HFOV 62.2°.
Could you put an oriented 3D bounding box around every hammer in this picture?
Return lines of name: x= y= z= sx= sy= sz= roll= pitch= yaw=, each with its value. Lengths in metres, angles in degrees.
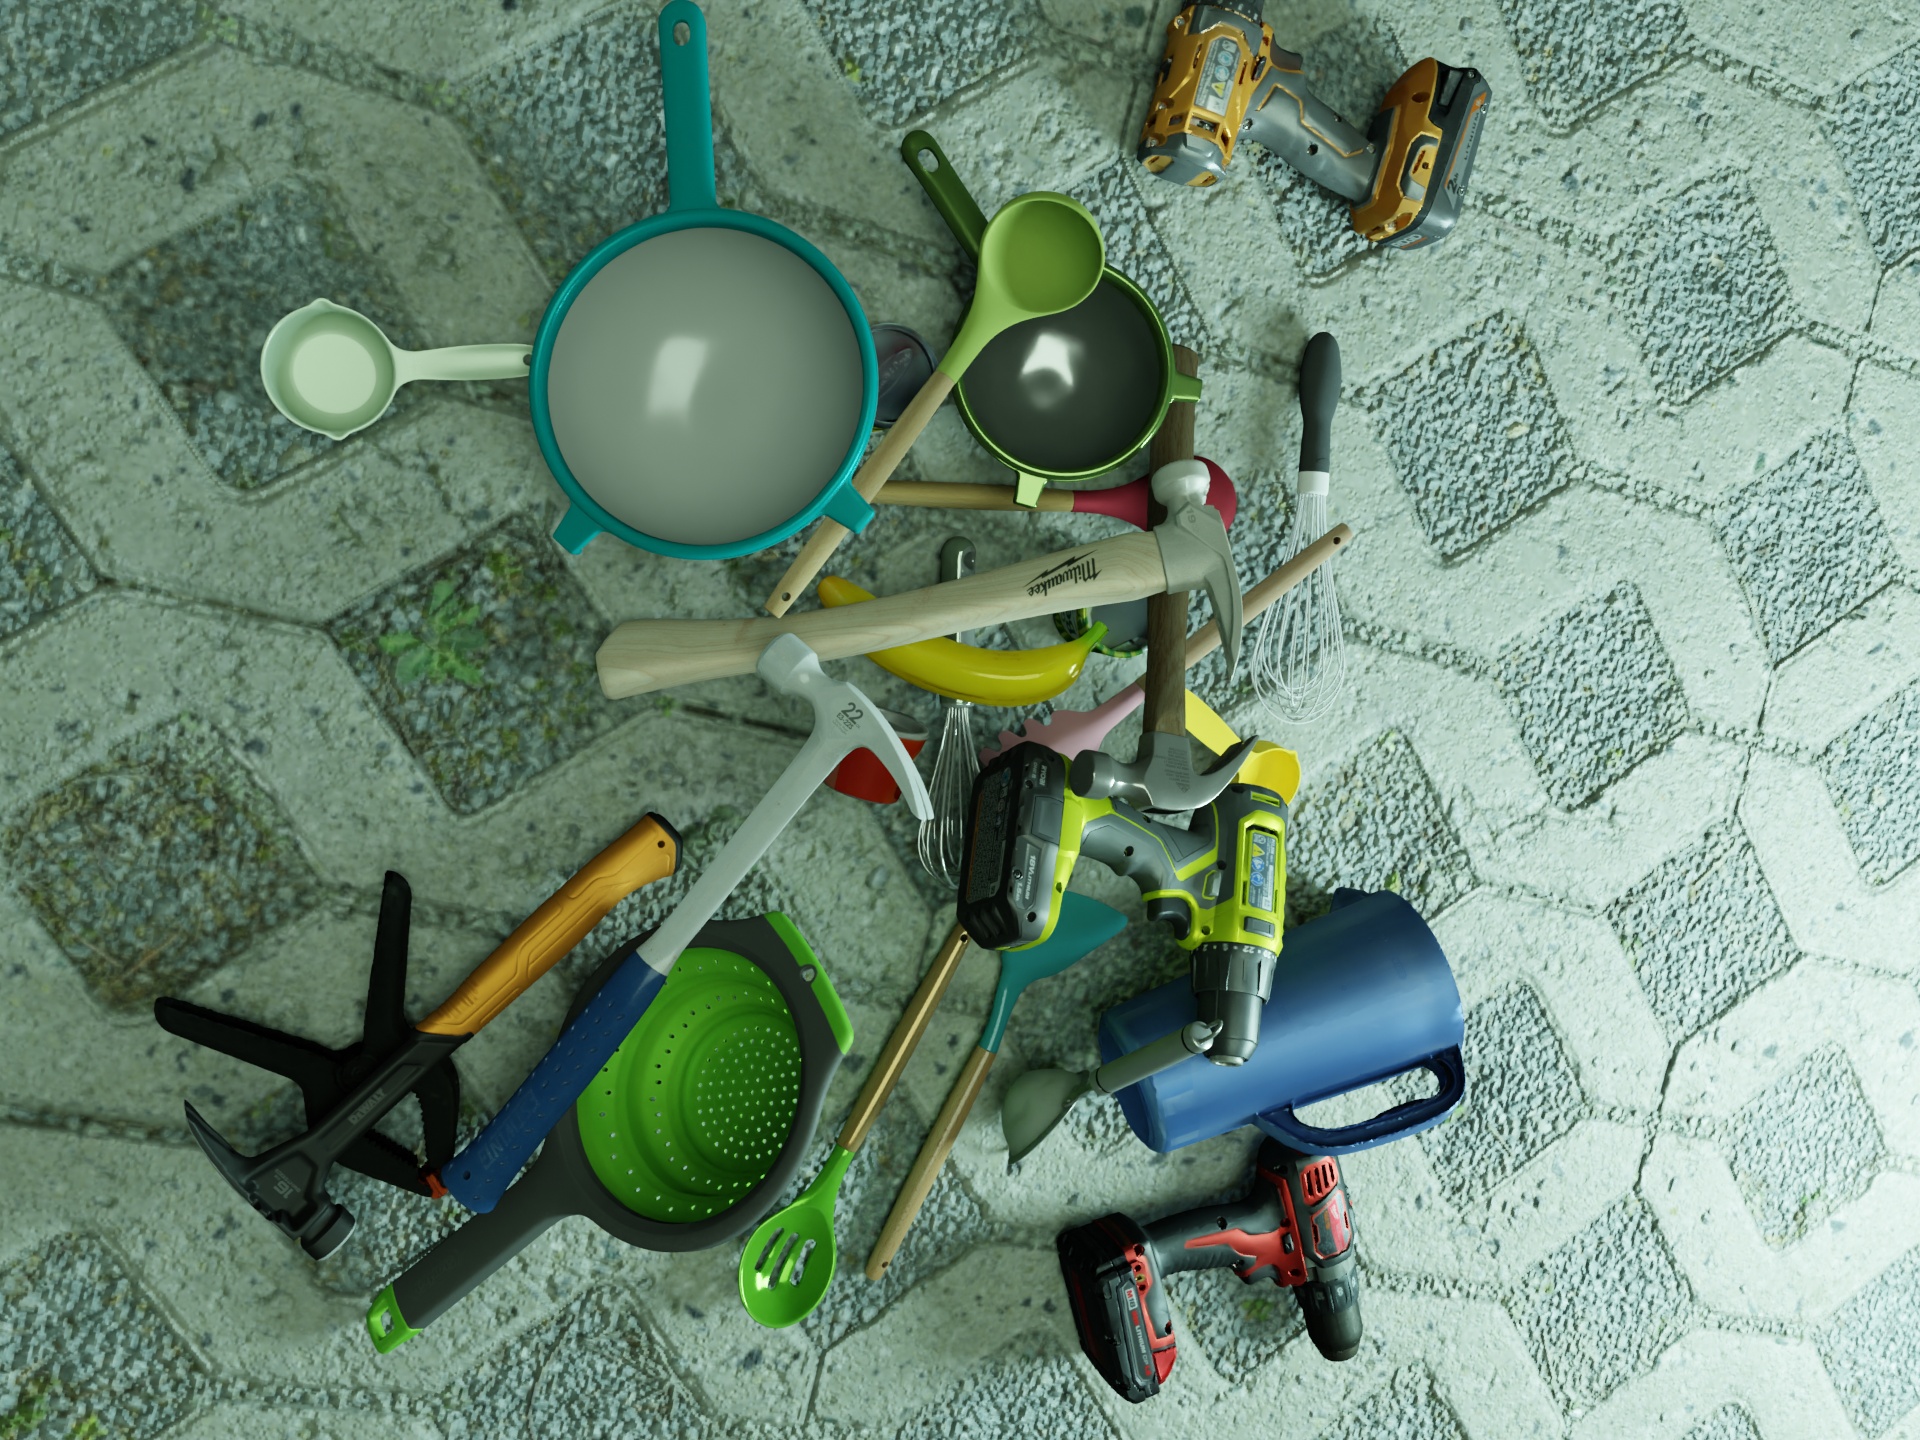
hammer: x=-0.180 y=0.146 z=0.985 sx=0.144 sy=0.035 sz=0.405 roll=41 pitch=96 yaw=13
hammer: x=0.143 y=-0.099 z=1.073 sx=0.130 sy=0.031 sz=0.331 roll=11 pitch=73 yaw=-26
hammer: x=-0.027 y=-0.059 z=1.018 sx=0.410 sy=0.038 sz=0.146 roll=-11 pitch=70 yaw=1
hammer: x=-0.313 y=0.174 z=1.001 sx=0.337 sy=0.034 sz=0.127 roll=-43 pitch=113 yaw=-17

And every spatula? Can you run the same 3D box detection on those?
spatula: x=0.012 y=0.262 z=1.134 sx=0.082 sy=0.044 sz=0.317 roll=26 pitch=91 yaw=-40

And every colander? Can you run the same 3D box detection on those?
colander: x=-0.220 y=0.288 z=1.042 sx=0.397 sy=0.205 sz=0.094 roll=-39 pitch=151 yaw=9

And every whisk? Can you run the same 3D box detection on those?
whisk: x=-0.002 y=-0.004 z=1.096 sx=0.057 sy=0.059 sz=0.246 roll=-4 pitch=95 yaw=-55
whisk: x=0.254 y=-0.139 z=1.153 sx=0.070 sy=0.070 sz=0.284 roll=4 pitch=91 yaw=-17

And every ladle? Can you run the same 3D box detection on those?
ladle: x=-0.022 y=-0.195 z=0.997 sx=0.078 sy=0.062 sz=0.320 roll=37 pitch=88 yaw=-19
ladle: x=0.052 y=-0.155 z=1.104 sx=0.315 sy=0.031 sz=0.069 roll=0 pitch=96 yaw=-15

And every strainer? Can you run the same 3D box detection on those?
strainer: x=0.034 y=-0.275 z=1.068 sx=0.151 sy=0.069 sz=0.256 roll=-34 pitch=92 yaw=-6
strainer: x=-0.156 y=-0.264 z=0.992 sx=0.211 sy=0.095 sz=0.340 roll=-4 pitch=87 yaw=3
strainer: x=0.092 y=0.244 z=1.076 sx=0.050 sy=0.258 sz=0.087 roll=47 pitch=46 yaw=-4

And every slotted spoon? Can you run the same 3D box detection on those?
slotted spoon: x=-0.067 y=0.279 z=1.123 sx=0.070 sy=0.031 sz=0.314 roll=30 pitch=86 yaw=-18

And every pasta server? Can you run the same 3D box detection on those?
pasta server: x=0.146 y=-0.040 z=1.118 sx=0.316 sy=0.040 sz=0.060 roll=-38 pitch=106 yaw=-2

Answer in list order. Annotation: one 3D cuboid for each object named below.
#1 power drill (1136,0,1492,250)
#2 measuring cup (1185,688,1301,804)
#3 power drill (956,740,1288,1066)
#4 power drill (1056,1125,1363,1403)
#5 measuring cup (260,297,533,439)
power drill: x=0.247 y=-0.441 z=1.100 sx=0.226 sy=0.084 sz=0.185 roll=15 pitch=91 yaw=-14
measuring cup: x=0.187 y=0.015 z=1.146 sx=0.156 sy=0.029 sz=0.062 roll=39 pitch=90 yaw=-31
power drill: x=0.118 y=0.119 z=1.065 sx=0.228 sy=0.080 sz=0.191 roll=17 pitch=67 yaw=-22
power drill: x=0.202 y=0.427 z=1.199 sx=0.226 sy=0.080 sz=0.188 roll=-17 pitch=102 yaw=-17
measuring cup: x=-0.336 y=-0.215 z=0.972 sx=0.167 sy=0.038 sz=0.083 roll=-7 pitch=99 yaw=-18
